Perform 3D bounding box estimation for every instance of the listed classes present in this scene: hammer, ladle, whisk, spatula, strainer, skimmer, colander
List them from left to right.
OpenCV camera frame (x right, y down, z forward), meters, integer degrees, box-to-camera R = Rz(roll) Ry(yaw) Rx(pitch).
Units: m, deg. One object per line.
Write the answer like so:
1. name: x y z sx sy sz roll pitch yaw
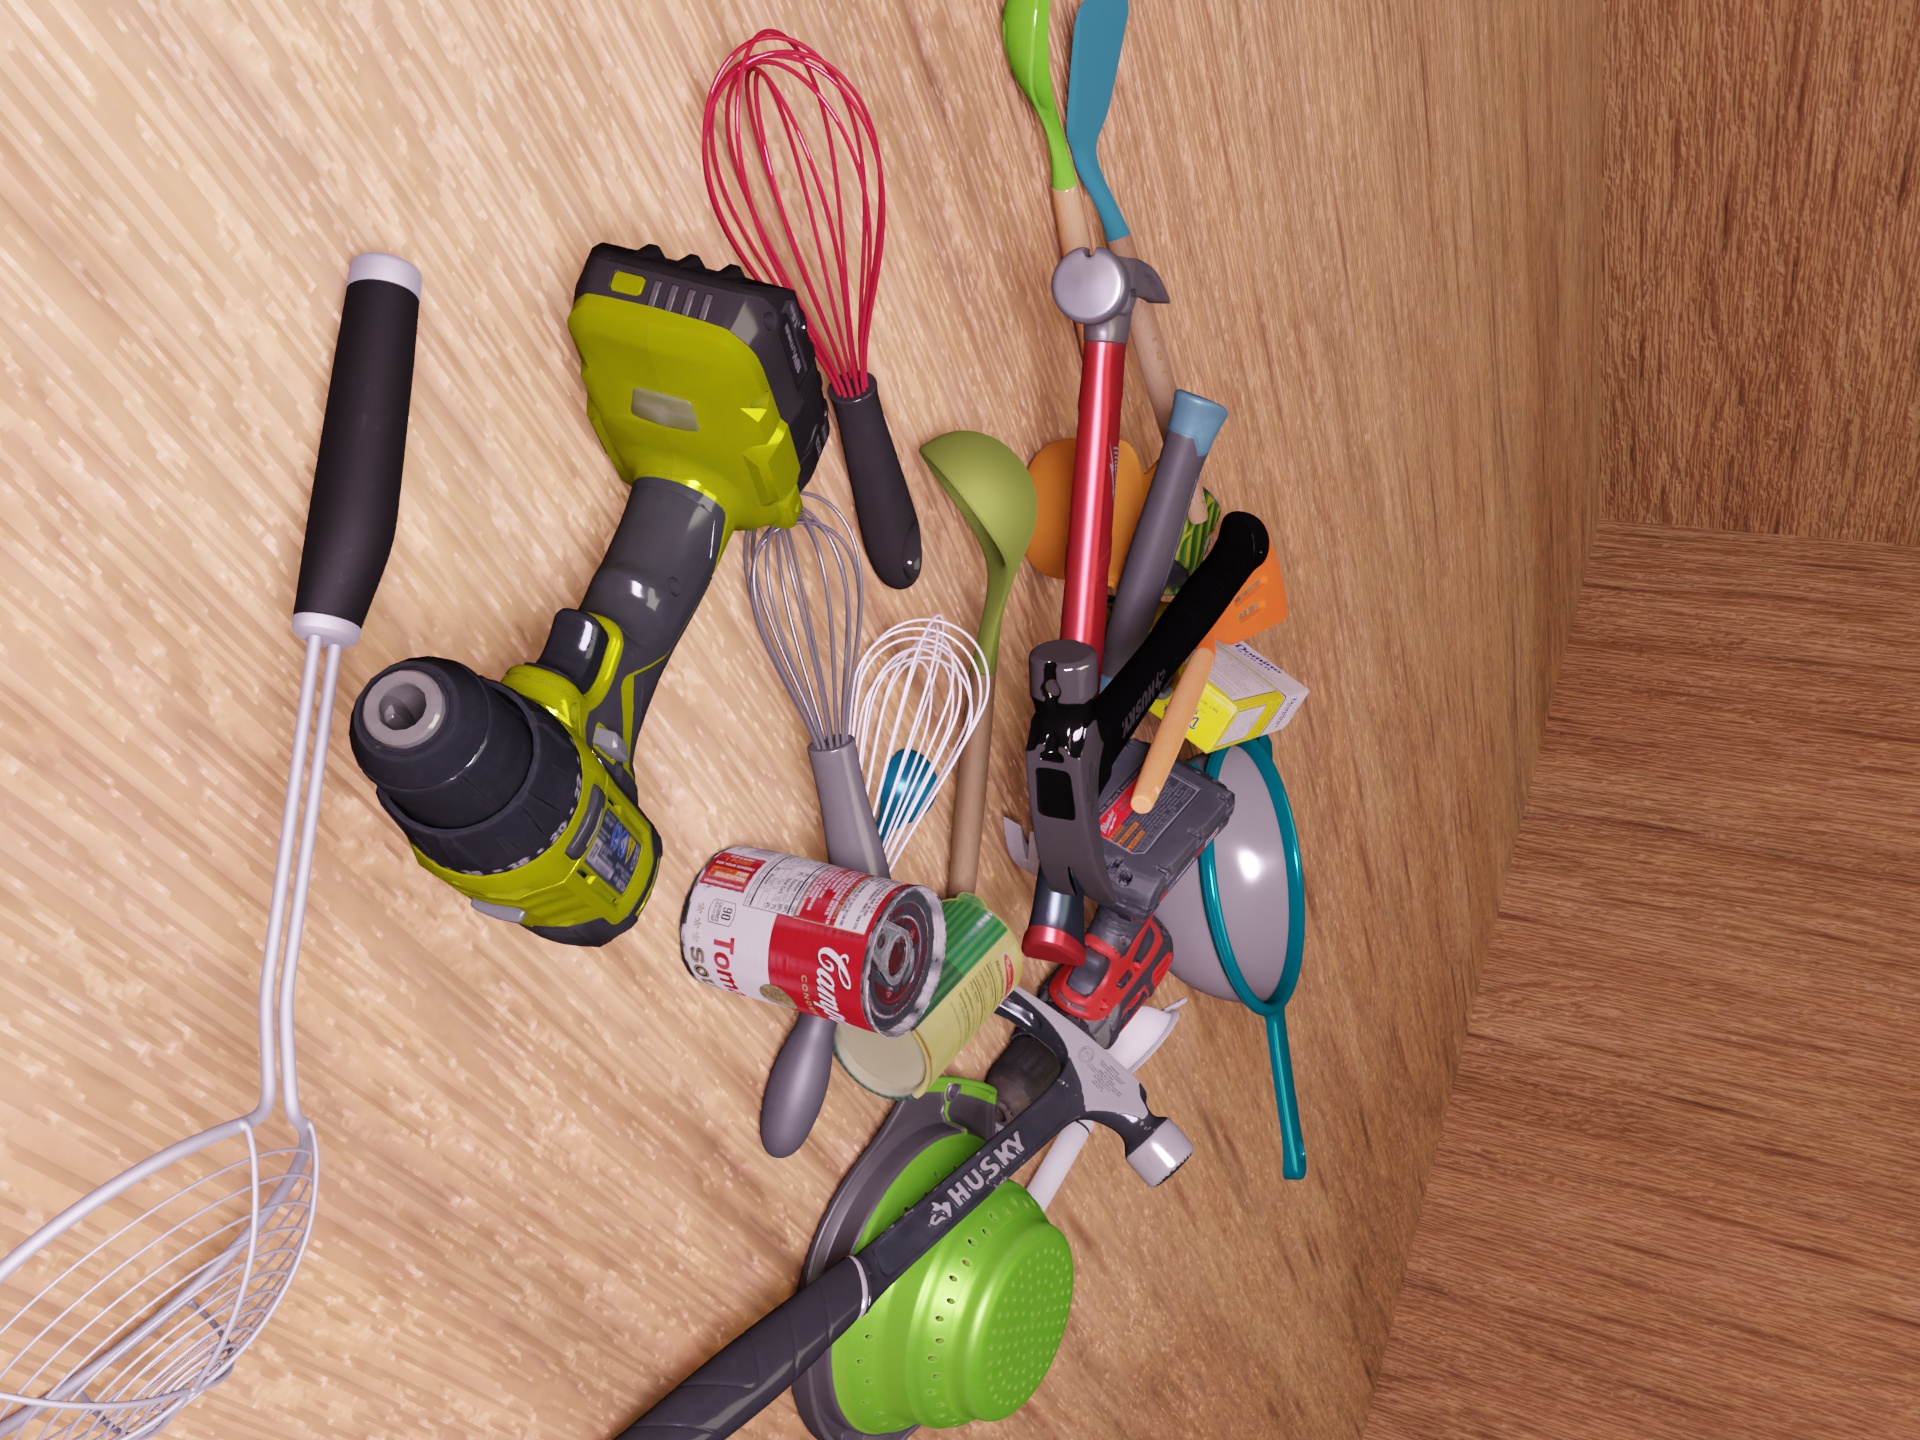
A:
1. skimmer: -0.225 0.030 0.470 0.127 0.090 0.363 71 23 -76
2. whisk: -0.056 0.011 0.736 0.055 0.055 0.238 -37 123 -53
3. whisk: -0.053 -0.167 0.717 0.073 0.073 0.295 -61 153 -33
4. whisk: -0.051 0.082 0.802 0.070 0.070 0.284 26 79 -62
5. hammer: -0.044 0.272 0.811 0.409 0.149 0.036 -28 159 -43
6. colander: -0.020 0.409 0.902 0.204 0.094 0.397 26 78 -56
7. ladle: -0.001 -0.003 0.880 0.062 0.078 0.320 -4 116 -18
8. strainer: 0.089 0.282 1.145 0.258 0.050 0.087 -52 -175 -34
9. hammer: 0.071 -0.055 0.880 0.143 0.038 0.386 -29 125 -70
10. hammer: 0.099 -0.043 0.977 0.128 0.033 0.330 -25 136 -55
11. spatula: 0.113 -0.270 0.967 0.082 0.044 0.317 -47 123 -53
12. hammer: 0.113 -0.035 0.878 0.335 0.035 0.146 -47 140 -52
13. spatula: 0.162 -0.032 1.037 0.081 0.041 0.323 69 28 -23
14. strainer: 0.194 0.180 1.203 0.211 0.095 0.340 -15 97 -62

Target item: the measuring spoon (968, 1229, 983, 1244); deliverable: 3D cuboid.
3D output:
1. measuring spoon: -0.011 0.322 0.989 0.124 0.018 0.034 14 86 -63

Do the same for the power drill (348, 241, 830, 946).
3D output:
1. power drill: -0.124 -0.045 0.549 0.190 0.080 0.229 83 25 -70

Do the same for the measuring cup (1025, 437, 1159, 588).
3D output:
1. measuring cup: 0.090 -0.145 0.998 0.174 0.052 0.095 -43 135 -52

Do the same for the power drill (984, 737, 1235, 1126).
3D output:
1. power drill: 0.085 0.143 1.012 0.188 0.080 0.226 -43 153 -38

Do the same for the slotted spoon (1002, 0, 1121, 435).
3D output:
1. slotted spoon: 0.064 -0.289 0.929 0.313 0.031 0.070 72 23 -45

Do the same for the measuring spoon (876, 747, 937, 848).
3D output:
1. measuring spoon: -0.039 0.074 0.851 0.042 0.021 0.129 57 48 -52
